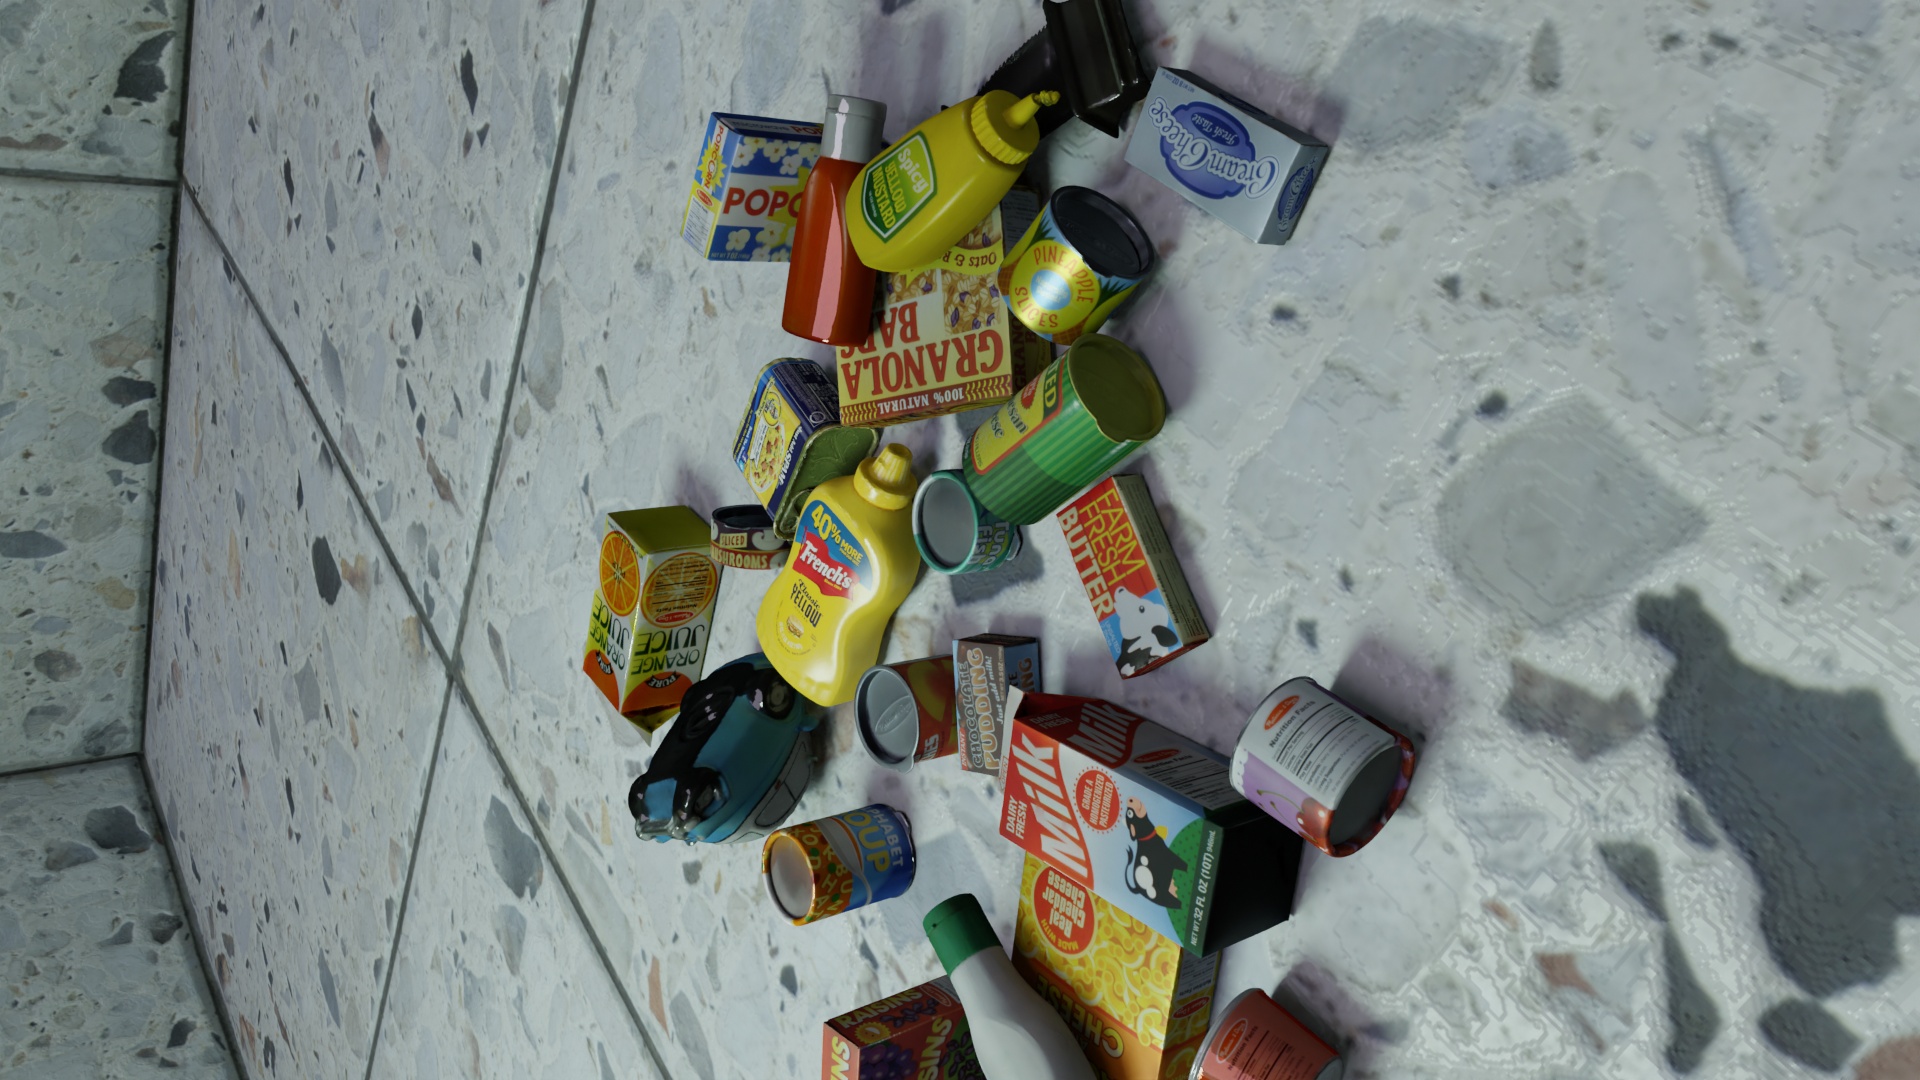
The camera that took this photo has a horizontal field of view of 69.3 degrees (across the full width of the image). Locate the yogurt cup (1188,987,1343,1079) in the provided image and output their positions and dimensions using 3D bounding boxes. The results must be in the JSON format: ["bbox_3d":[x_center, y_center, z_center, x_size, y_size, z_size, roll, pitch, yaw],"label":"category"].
[{"bbox_3d":[0.154,0.267,0.695,0.054,0.072,0.072,25,114,36],"label":"yogurt cup"}]

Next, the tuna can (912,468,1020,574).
[{"bbox_3d":[0.003,-0.011,0.860,0.071,0.033,0.071,8,100,49],"label":"tuna can"}]

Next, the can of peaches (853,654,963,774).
[{"bbox_3d":[-0.025,0.110,0.888,0.071,0.058,0.071,8,100,48],"label":"can of peaches"}]

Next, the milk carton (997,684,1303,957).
[{"bbox_3d":[0.086,0.141,0.751,0.191,0.073,0.072,23,111,46],"label":"milk carton"}]

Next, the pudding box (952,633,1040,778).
[{"bbox_3d":[0.023,0.101,0.853,0.049,0.030,0.083,2,96,50],"label":"pudding box"}]

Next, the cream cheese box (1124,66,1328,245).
[{"bbox_3d":[0.131,-0.193,0.696,0.104,0.024,0.053,44,127,37],"label":"cream cheese box"}]

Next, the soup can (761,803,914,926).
[{"bbox_3d":[-0.083,0.219,0.948,0.071,0.084,0.071,7,100,49],"label":"soup can"}]

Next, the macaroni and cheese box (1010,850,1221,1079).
[{"bbox_3d":[0.082,0.255,0.794,0.124,0.040,0.166,23,111,47],"label":"macaroni and cheese box"}]

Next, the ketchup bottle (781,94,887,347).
[{"bbox_3d":[-0.075,-0.198,0.861,0.065,0.043,0.148,24,110,45],"label":"ketchup bottle"}]

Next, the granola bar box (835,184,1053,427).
[{"bbox_3d":[-0.015,-0.140,0.860,0.165,0.039,0.124,-4,89,49],"label":"granola bar box"}]

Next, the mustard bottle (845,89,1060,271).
[{"bbox_3d":[-0.003,-0.208,0.773,0.159,0.049,0.065,-29,72,46],"label":"mustard bottle"}]

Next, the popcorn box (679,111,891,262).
[{"bbox_3d":[-0.110,-0.225,0.895,0.038,0.127,0.084,43,125,34],"label":"popcorn box"}]

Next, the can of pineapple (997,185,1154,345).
[{"bbox_3d":[0.061,-0.147,0.749,0.057,0.071,0.071,-48,59,42],"label":"can of pineapple"}]

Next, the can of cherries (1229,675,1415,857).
[{"bbox_3d":[0.172,0.108,0.656,0.058,0.072,0.071,33,119,41],"label":"can of cherries"}]

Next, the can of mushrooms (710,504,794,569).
[{"bbox_3d":[-0.149,-0.003,1.009,0.071,0.071,0.033,22,113,46],"label":"can of mushrooms"}]

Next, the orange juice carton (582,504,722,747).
[{"bbox_3d":[-0.256,0.073,1.140,0.072,0.073,0.191,37,122,40],"label":"orange juice carton"}]

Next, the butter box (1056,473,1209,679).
[{"bbox_3d":[0.094,0.019,0.765,0.053,0.024,0.104,-37,67,44],"label":"butter box"}]

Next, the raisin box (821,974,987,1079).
[{"bbox_3d":[-0.027,0.326,0.866,0.040,0.124,0.086,17,108,47],"label":"raisin box"}]

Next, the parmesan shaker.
[{"bbox_3d":[0.054,-0.057,0.766,0.102,0.071,0.071,-38,66,44],"label":"parmesan shaker"}]

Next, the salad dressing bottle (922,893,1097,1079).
[{"bbox_3d":[0.027,0.274,0.796,0.148,0.044,0.064,56,135,32],"label":"salad dressing bottle"}]
